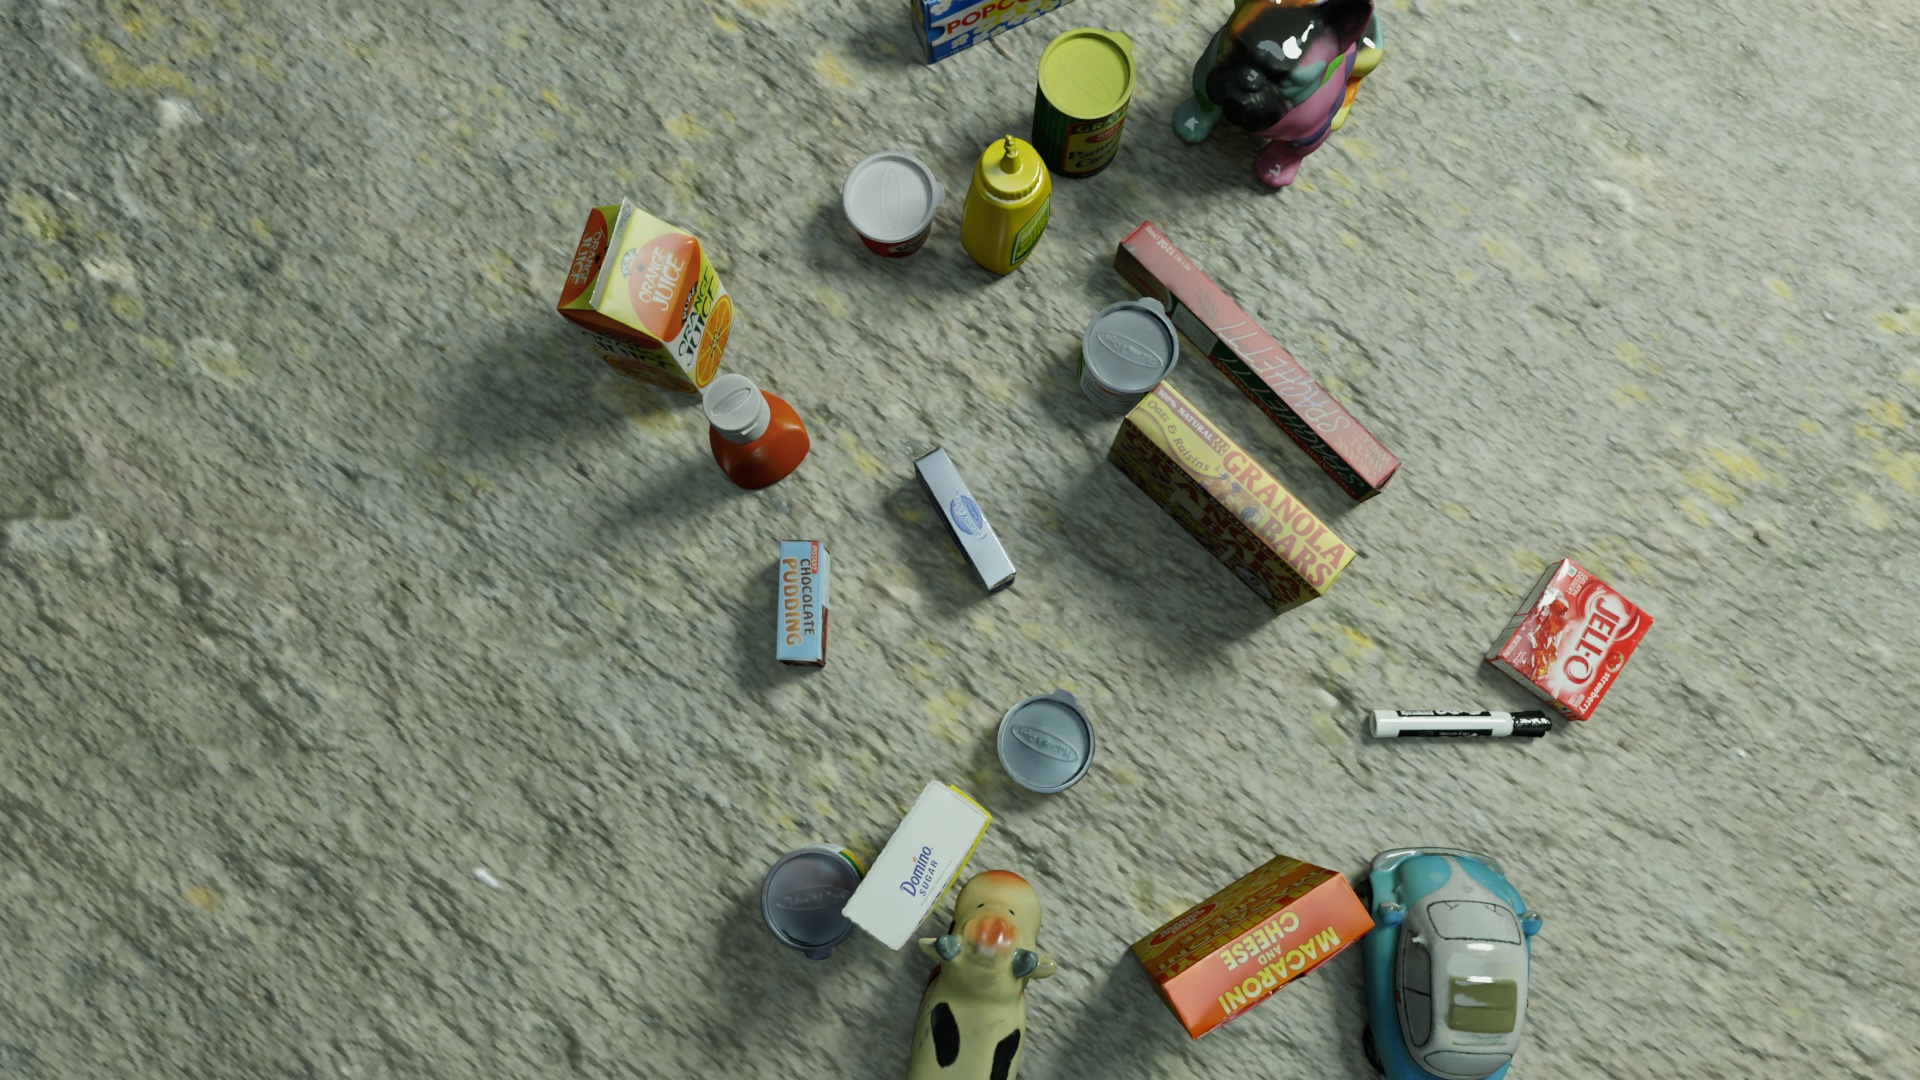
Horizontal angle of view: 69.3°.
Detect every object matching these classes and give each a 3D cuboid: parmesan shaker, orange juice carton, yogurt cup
[{"bbox_3d":[0.088,-0.308,0.984,0.071,0.103,0.071,0,81,1],"label":"parmesan shaker"},{"bbox_3d":[-0.207,-0.158,0.916,0.073,0.192,0.072,17,82,3],"label":"orange juice carton"},{"bbox_3d":[-0.049,-0.238,0.998,0.072,0.054,0.072,0,81,1],"label":"yogurt cup"}]

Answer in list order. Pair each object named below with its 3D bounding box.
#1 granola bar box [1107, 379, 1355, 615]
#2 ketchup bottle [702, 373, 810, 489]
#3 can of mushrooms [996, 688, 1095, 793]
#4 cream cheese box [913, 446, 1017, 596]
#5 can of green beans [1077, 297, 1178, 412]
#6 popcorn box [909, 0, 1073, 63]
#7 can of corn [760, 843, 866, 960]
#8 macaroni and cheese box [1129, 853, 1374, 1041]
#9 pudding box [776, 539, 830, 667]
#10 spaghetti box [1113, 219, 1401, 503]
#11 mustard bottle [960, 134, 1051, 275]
[{"bbox_3d":[0.176,-0.026,0.925,0.165,0.124,0.039,43,84,7],"label":"granola bar box"},{"bbox_3d":[-0.139,-0.073,0.923,0.065,0.148,0.043,-34,82,-4],"label":"ketchup bottle"},{"bbox_3d":[0.059,0.136,0.944,0.071,0.033,0.071,0,81,1],"label":"can of mushrooms"},{"bbox_3d":[0.003,-0.012,0.960,0.024,0.053,0.104,-30,82,-4],"label":"cream cheese box"},{"bbox_3d":[0.117,-0.128,0.976,0.071,0.057,0.071,0,81,1],"label":"can of green beans"},{"bbox_3d":[0.026,-0.407,1.010,0.127,0.085,0.038,-25,82,-3],"label":"popcorn box"},{"bbox_3d":[-0.094,0.237,0.916,0.071,0.058,0.071,0,81,1],"label":"can of corn"},{"bbox_3d":[0.174,0.246,0.857,0.124,0.166,0.040,-31,82,-4],"label":"macaroni and cheese box"},{"bbox_3d":[-0.107,0.044,0.953,0.030,0.049,0.084,0,81,1],"label":"pudding box"},{"bbox_3d":[0.207,-0.125,0.979,0.029,0.050,0.250,-44,83,-6],"label":"spaghetti box"},{"bbox_3d":[0.032,-0.233,0.943,0.049,0.160,0.065,36,83,6],"label":"mustard bottle"}]
